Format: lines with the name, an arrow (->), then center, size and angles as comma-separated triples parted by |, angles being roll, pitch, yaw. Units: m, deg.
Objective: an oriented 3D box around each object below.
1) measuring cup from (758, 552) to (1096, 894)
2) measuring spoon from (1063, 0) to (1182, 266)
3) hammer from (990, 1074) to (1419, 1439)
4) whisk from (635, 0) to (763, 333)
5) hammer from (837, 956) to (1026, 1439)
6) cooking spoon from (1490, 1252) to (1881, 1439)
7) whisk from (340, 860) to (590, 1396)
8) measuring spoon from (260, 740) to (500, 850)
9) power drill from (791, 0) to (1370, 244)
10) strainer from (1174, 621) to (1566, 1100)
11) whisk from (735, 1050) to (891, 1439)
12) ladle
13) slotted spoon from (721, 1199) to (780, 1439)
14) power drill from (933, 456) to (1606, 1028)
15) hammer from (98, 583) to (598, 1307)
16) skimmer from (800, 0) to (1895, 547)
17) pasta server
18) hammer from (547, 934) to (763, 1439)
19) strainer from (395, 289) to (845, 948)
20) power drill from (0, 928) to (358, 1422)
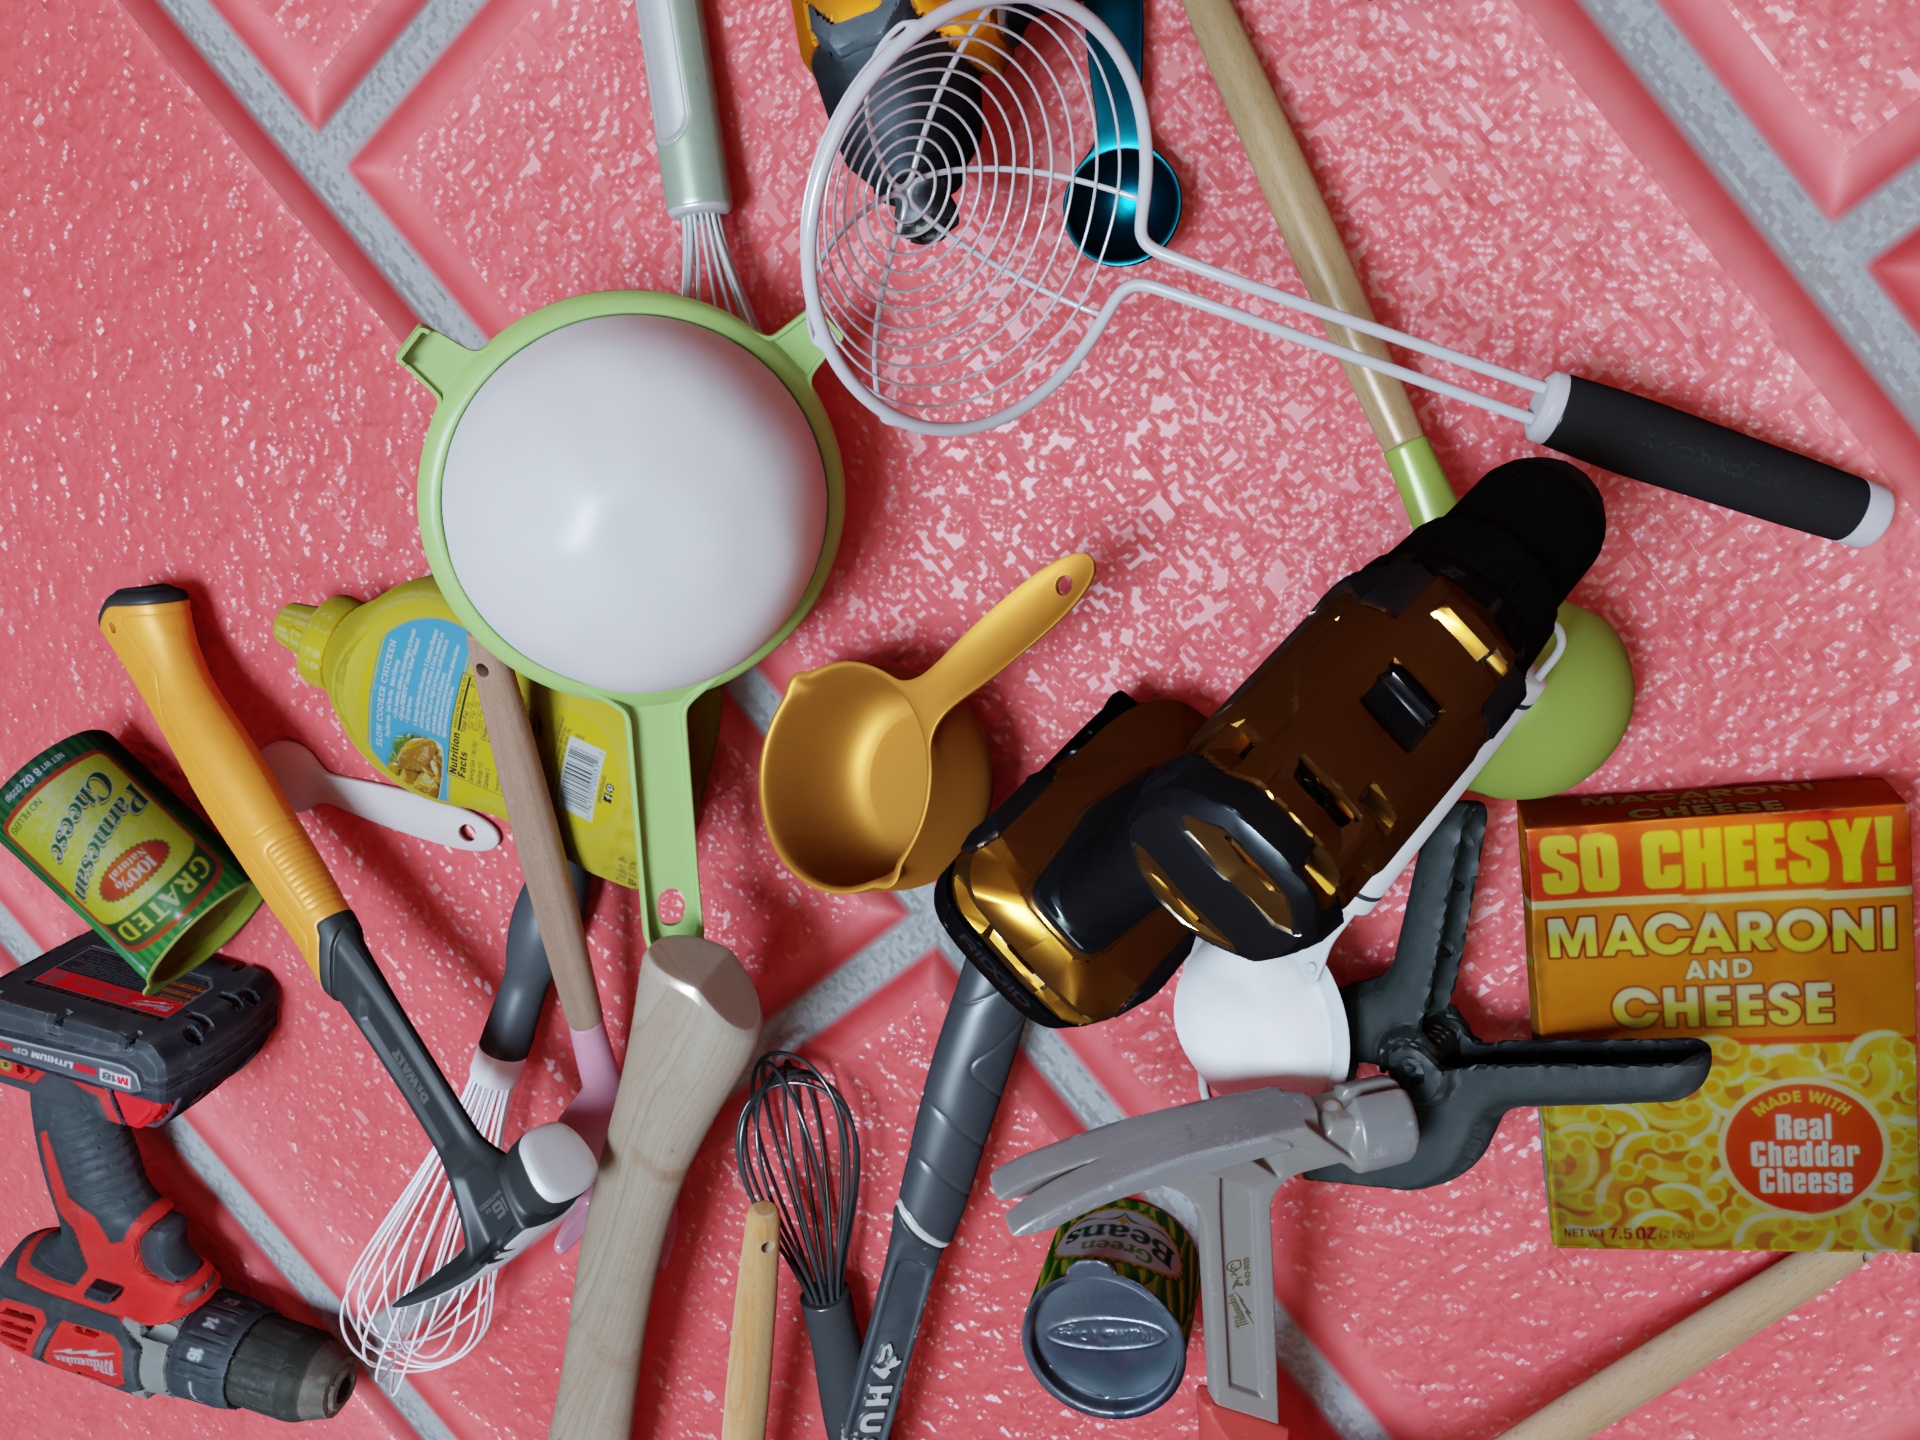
measuring cup -> -0.001, -0.002, 0.593 | 0.173, 0.052, 0.095 | -41, 63, 26
measuring spoon -> 0.057, -0.224, 0.560 | 0.042, 0.021, 0.128 | -1, 95, 16
hammer -> 0.103, 0.299, 0.623 | 0.149, 0.037, 0.358 | -12, 116, -9
whisk -> -0.097, -0.182, 0.593 | 0.058, 0.059, 0.246 | -2, 100, 37
hammer -> -0.015, 0.228, 0.663 | 0.149, 0.036, 0.409 | 10, 103, -25
cooking spoon -> 0.216, 0.278, 0.608 | 0.319, 0.017, 0.068 | -36, 117, 7
whisk -> -0.218, 0.181, 0.719 | 0.070, 0.070, 0.284 | 23, 104, 8
measuring spoon -> -0.264, 0.039, 0.709 | 0.124, 0.018, 0.034 | 15, 107, 10
power drill -> 0.050, -0.254, 0.502 | 0.226, 0.084, 0.164 | -11, 86, 20
strainer -> 0.133, 0.064, 0.565 | 0.087, 0.050, 0.258 | 52, 130, 33
whisk -> -0.056, 0.253, 0.698 | 0.055, 0.055, 0.239 | -5, 107, 16
ladle -> 0.144, -0.120, 0.554 | 0.078, 0.062, 0.320 | -24, 90, 17
slotted spoon -> -0.100, 0.341, 0.708 | 0.070, 0.031, 0.313 | -5, 117, -28
power drill -> 0.096, 0.010, 0.513 | 0.084, 0.185, 0.226 | 47, 154, 0
hammer -> -0.278, 0.084, 0.677 | 0.127, 0.034, 0.337 | -43, 76, 32
skimmer -> 0.132, -0.107, 0.478 | 0.363, 0.090, 0.127 | 17, 110, -7
pasta server -> -0.163, 0.107, 0.654 | 0.060, 0.040, 0.316 | 3, 120, 15
hammer -> -0.161, 0.258, 0.694 | 0.146, 0.038, 0.410 | 21, 119, 9
strainer -> -0.107, -0.018, 0.563 | 0.151, 0.069, 0.256 | -6, 110, -16
power drill -> -0.377, 0.229, 0.761 | 0.188, 0.080, 0.226 | 12, 110, 12
